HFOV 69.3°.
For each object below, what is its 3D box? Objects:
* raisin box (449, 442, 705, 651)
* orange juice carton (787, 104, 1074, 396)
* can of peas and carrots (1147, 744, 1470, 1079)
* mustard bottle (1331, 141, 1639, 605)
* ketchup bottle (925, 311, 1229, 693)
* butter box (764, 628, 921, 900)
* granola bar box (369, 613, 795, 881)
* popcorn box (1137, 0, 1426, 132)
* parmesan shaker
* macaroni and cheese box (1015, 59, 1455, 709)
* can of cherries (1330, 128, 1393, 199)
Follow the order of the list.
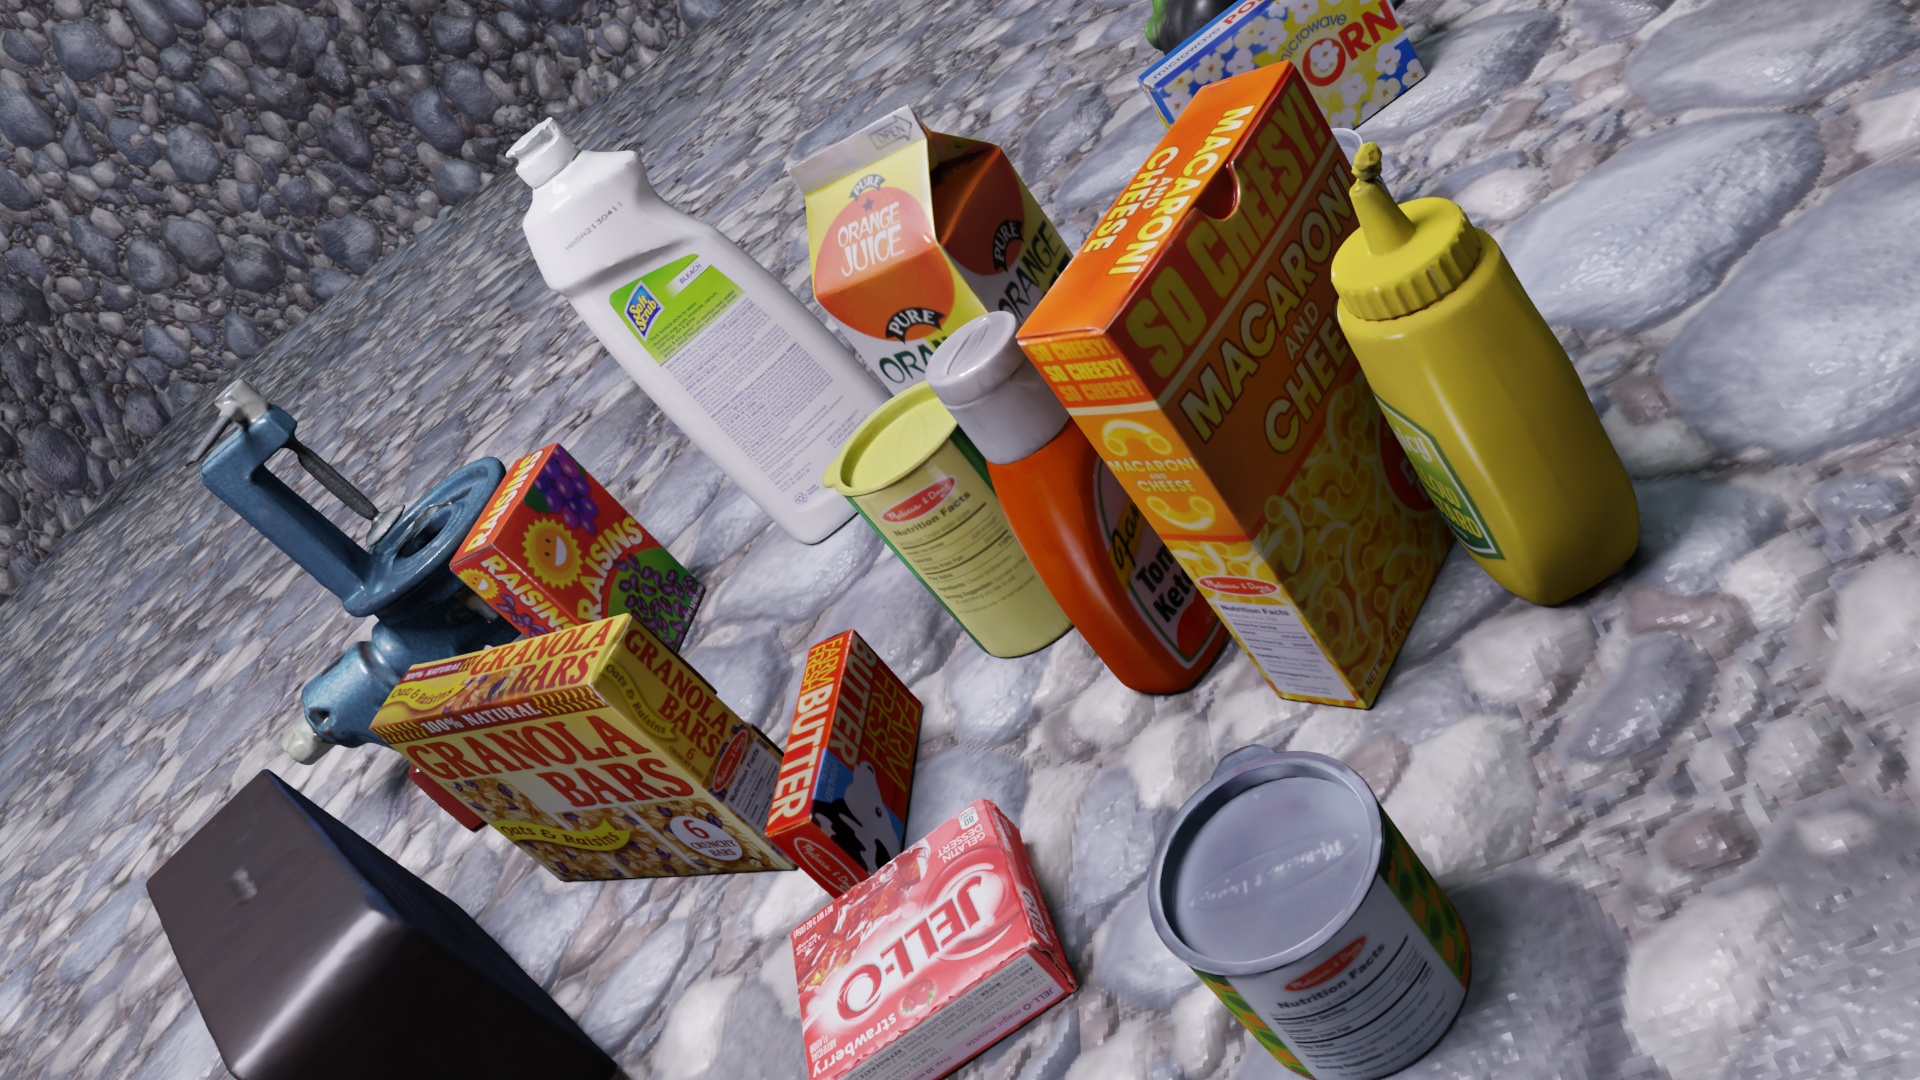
[{"bbox_3d":[-0.204,0.020,0.753,0.040,0.123,0.086,-21,34,31],"label":"raisin box"},{"bbox_3d":[0.008,-0.096,0.599,0.071,0.192,0.073,-13,39,40],"label":"orange juice carton"},{"bbox_3d":[0.092,0.098,0.370,0.071,0.058,0.071,-29,31,19],"label":"can of peas and carrots"},{"bbox_3d":[0.147,-0.050,0.409,0.049,0.160,0.065,-37,29,6],"label":"mustard bottle"},{"bbox_3d":[0.043,-0.014,0.489,0.043,0.148,0.065,-7,43,45],"label":"ketchup bottle"},{"bbox_3d":[-0.043,0.088,0.546,0.024,0.053,0.104,-26,32,24],"label":"butter box"},{"bbox_3d":[-0.157,0.094,0.595,0.165,0.124,0.039,-14,38,39],"label":"granola bar box"},{"bbox_3d":[0.168,-0.244,0.730,0.126,0.085,0.038,-36,29,7],"label":"popcorn box"},{"bbox_3d":[0.002,-0.007,0.574,0.071,0.103,0.072,-29,31,19],"label":"parmesan shaker"},{"bbox_3d":[0.105,-0.046,0.445,0.040,0.166,0.124,0,48,50],"label":"macaroni and cheese box"},{"bbox_3d":[0.162,-0.139,0.619,0.071,0.058,0.072,-29,31,19],"label":"can of cherries"}]
